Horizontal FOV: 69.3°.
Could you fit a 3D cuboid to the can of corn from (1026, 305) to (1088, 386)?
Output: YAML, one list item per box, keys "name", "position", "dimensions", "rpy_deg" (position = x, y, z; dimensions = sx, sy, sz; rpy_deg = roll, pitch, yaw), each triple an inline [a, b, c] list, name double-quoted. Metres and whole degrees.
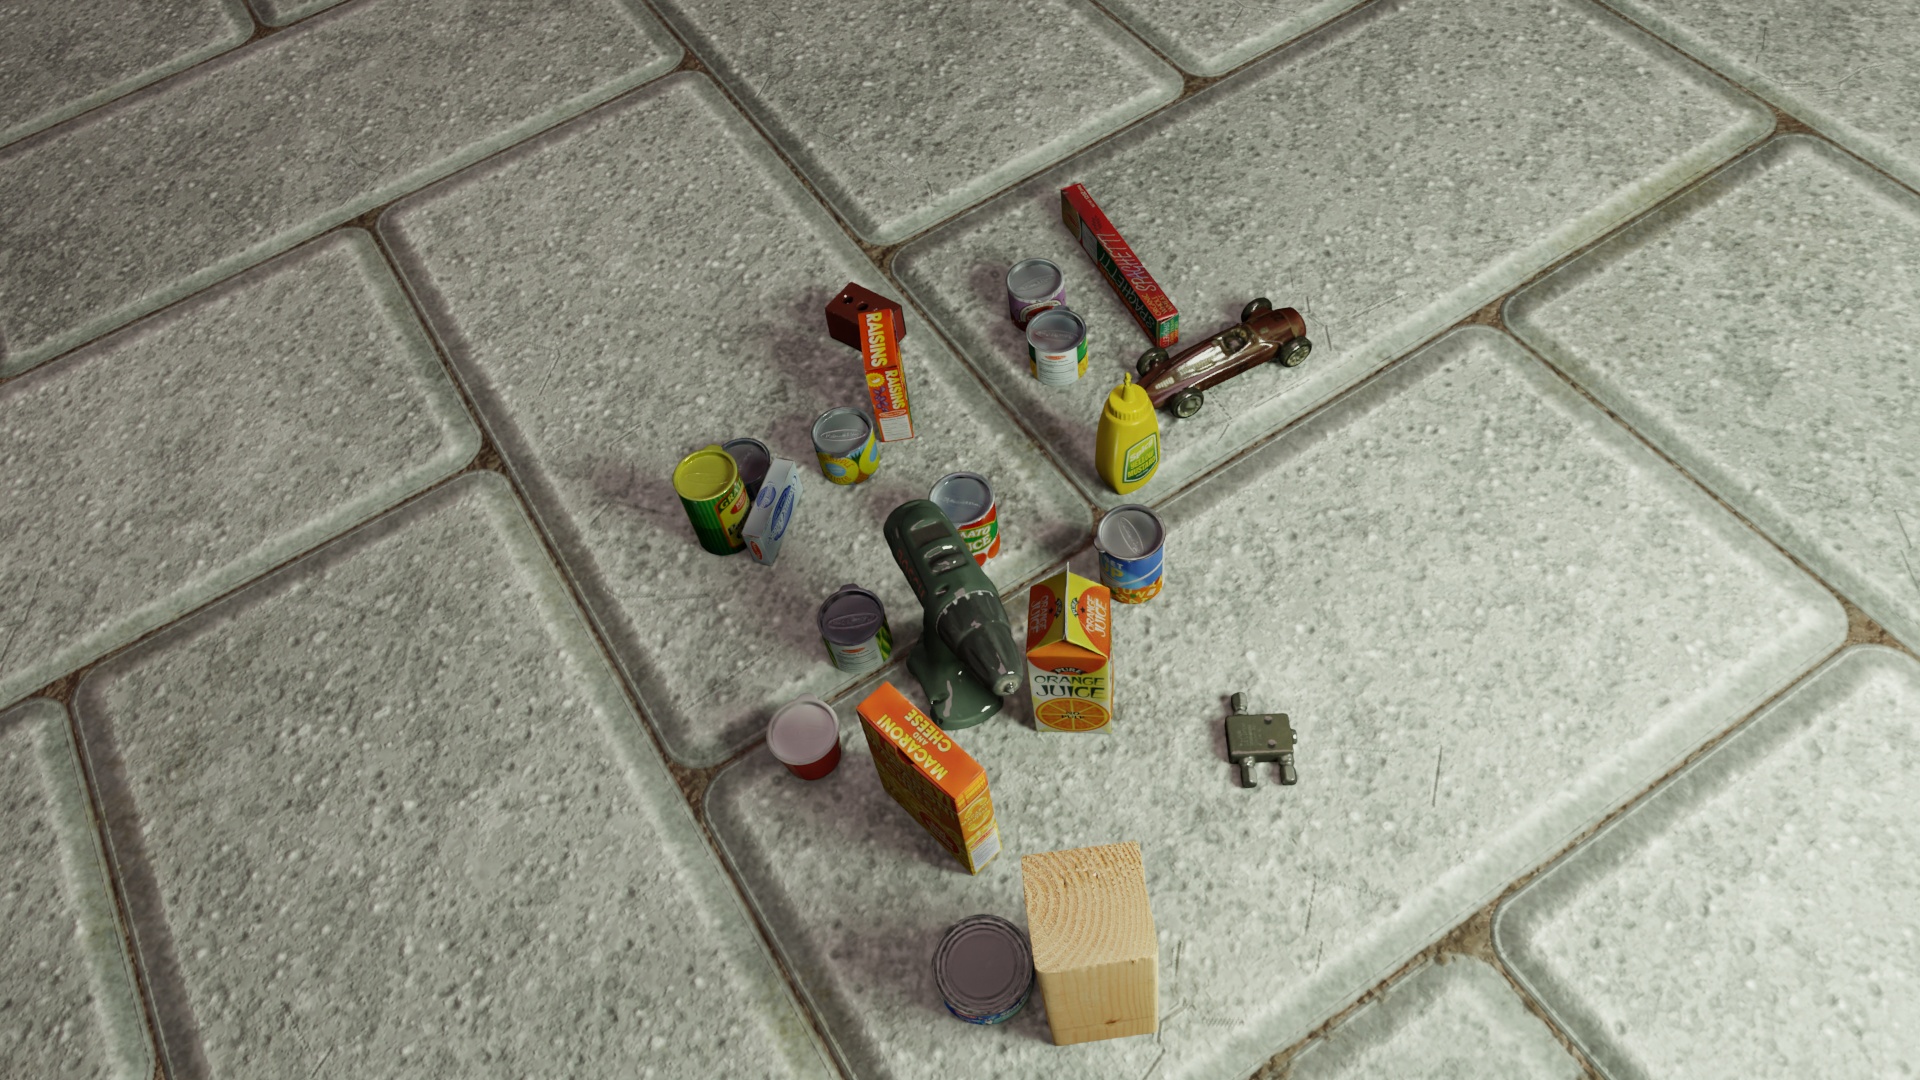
- name: "can of corn"
  position: [0.109, -0.216, 1.545]
  dimensions: [0.071, 0.058, 0.071]
  rpy_deg: [-3, 55, 5]

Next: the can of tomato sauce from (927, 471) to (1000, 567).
- name: "can of tomato sauce"
  position: [0.005, -0.018, 1.406]
  dimensions: [0.071, 0.082, 0.071]
  rpy_deg: [-3, 55, 5]

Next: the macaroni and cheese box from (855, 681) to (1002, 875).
- name: "macaroni and cheese box"
  position: [-0.025, 0.209, 1.203]
  dimensions: [0.040, 0.165, 0.124]
  rpy_deg: [-41, 60, -19]

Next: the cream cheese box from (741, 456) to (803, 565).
- name: "cream cheese box"
  position: [-0.197, -0.031, 1.459]
  dimensions: [0.024, 0.053, 0.104]
  rpy_deg: [10, 57, 14]

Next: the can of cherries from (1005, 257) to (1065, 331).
- name: "can of cherries"
  position: [0.087, -0.278, 1.590]
  dimensions: [0.071, 0.058, 0.072]
  rpy_deg: [-3, 55, 5]

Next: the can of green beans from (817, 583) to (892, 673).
- name: "can of green beans"
  position: [-0.103, 0.089, 1.362]
  dimensions: [0.071, 0.057, 0.071]
  rpy_deg: [-3, 55, 5]

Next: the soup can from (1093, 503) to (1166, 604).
- name: "soup can"
  position: [0.165, 0.015, 1.363]
  dimensions: [0.071, 0.083, 0.072]
  rpy_deg: [-3, 55, 5]

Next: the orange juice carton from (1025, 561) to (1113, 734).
- name: "orange juice carton"
  position: [0.099, 0.099, 1.247]
  dimensions: [0.073, 0.191, 0.072]
  rpy_deg: [1, 56, 8]

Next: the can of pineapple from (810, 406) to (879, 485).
- name: "can of pineapple"
  position: [-0.124, -0.100, 1.495]
  dimensions: [0.071, 0.057, 0.071]
  rpy_deg: [-3, 55, 5]

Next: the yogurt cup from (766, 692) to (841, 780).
- name: "yogurt cup"
  position: [-0.143, 0.189, 1.300]
  dimensions: [0.072, 0.053, 0.073]
  rpy_deg: [-3, 55, 5]

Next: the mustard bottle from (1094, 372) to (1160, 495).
- name: "mustard bottle"
  position: [0.169, -0.112, 1.403]
  dimensions: [0.065, 0.159, 0.049]
  rpy_deg: [-33, 58, -15]

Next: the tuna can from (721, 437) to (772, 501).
- name: "tuna can"
  position: [-0.238, -0.077, 1.509]
  dimensions: [0.071, 0.032, 0.071]
  rpy_deg: [-3, 55, 5]

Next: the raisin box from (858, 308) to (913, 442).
- name: "raisin box"
  position: [-0.080, -0.177, 1.503]
  dimensions: [0.040, 0.122, 0.086]
  rpy_deg: [-9, 55, 2]

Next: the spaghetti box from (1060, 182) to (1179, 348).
- name: "spaghetti box"
  position: [0.183, -0.321, 1.612]
  dimensions: [0.029, 0.050, 0.251]
  rpy_deg: [-23, 56, -8]

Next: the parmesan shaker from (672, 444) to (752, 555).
- name: "parmesan shaker"
  position: [-0.252, -0.041, 1.443]
  dimensions: [0.071, 0.102, 0.071]
  rpy_deg: [-3, 55, 5]
